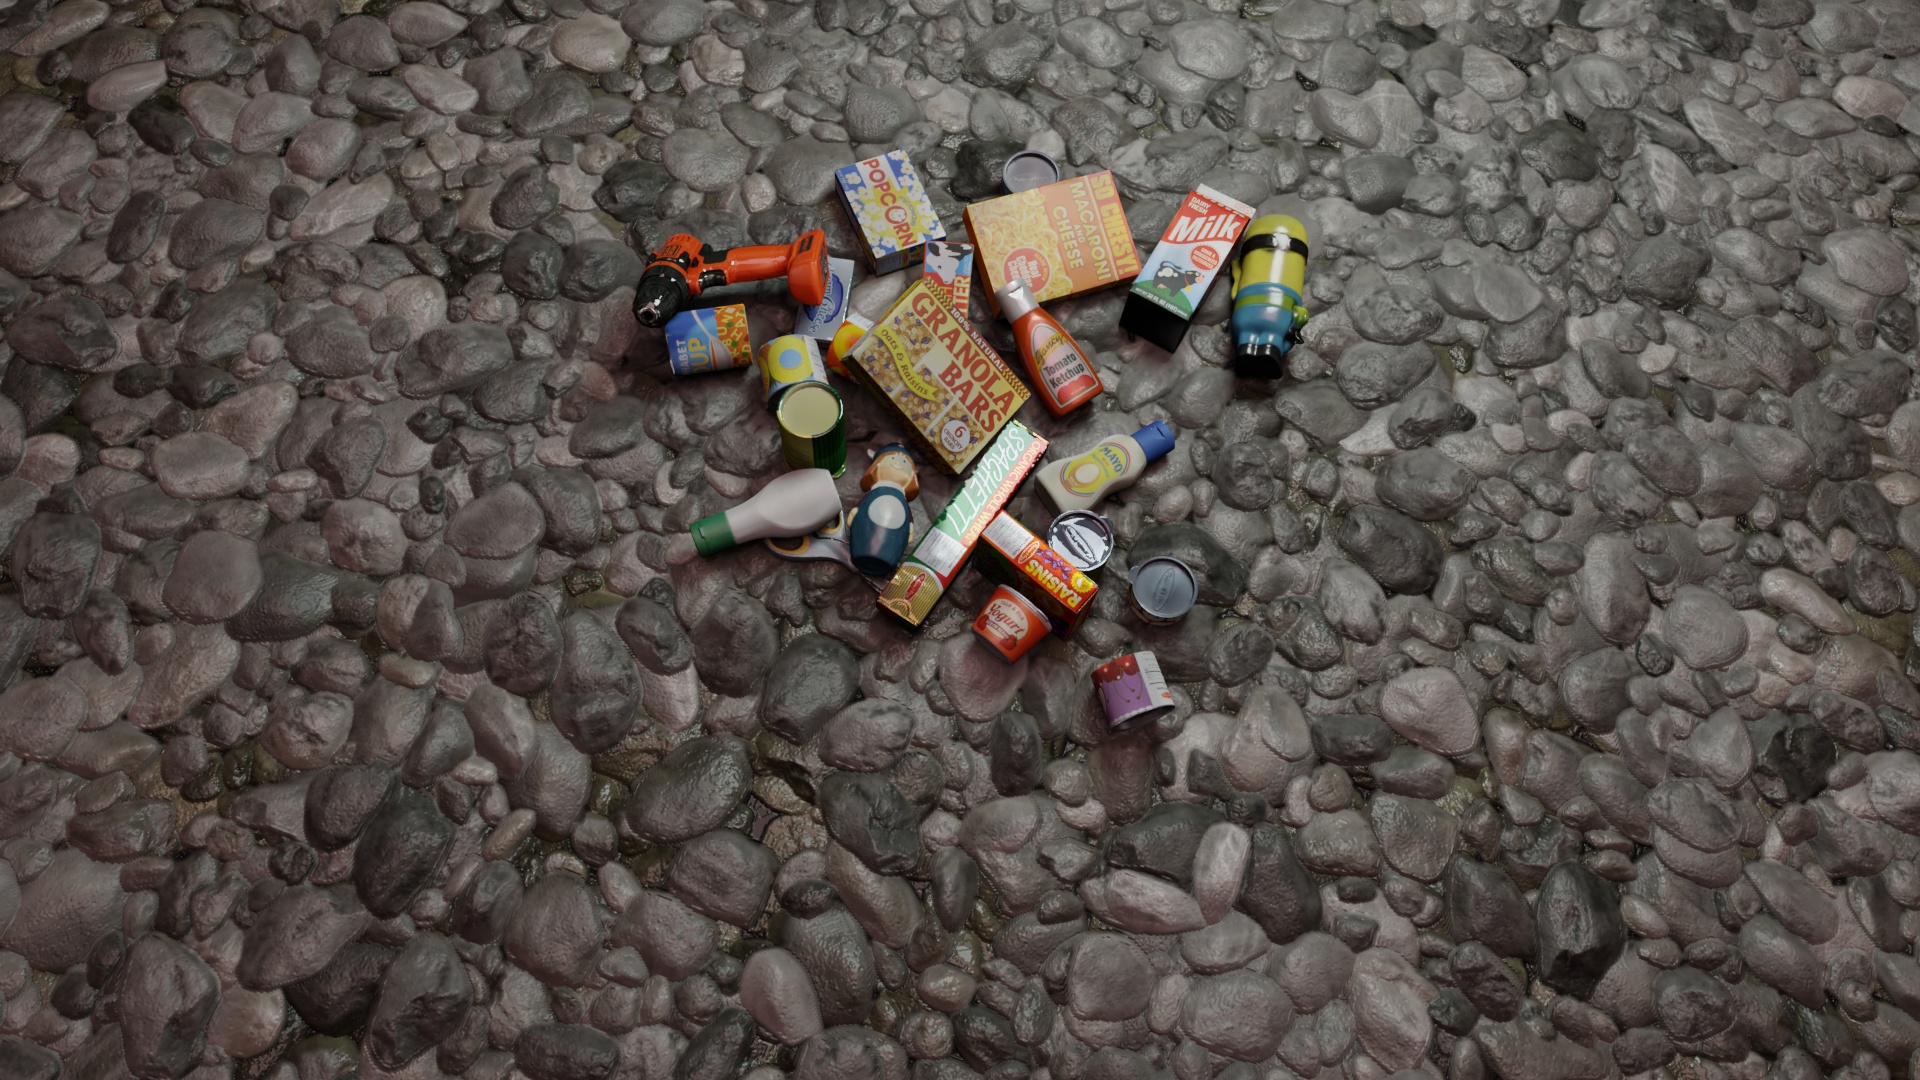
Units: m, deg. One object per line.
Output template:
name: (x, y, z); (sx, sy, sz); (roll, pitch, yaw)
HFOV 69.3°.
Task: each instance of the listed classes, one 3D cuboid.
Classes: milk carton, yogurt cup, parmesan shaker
milk carton: (0.252, -0.308, 1.516); (0.072, 0.073, 0.191); (29, 69, 7)
yogurt cup: (0.047, 0.084, 1.356); (0.072, 0.072, 0.054); (40, 80, 11)
parmesan shaker: (-0.146, -0.108, 1.398); (0.071, 0.102, 0.071); (1, 69, -3)

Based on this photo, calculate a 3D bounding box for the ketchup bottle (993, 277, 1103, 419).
ketchup bottle: (0.087, -0.204, 1.461); (0.065, 0.043, 0.149); (-31, 90, -10)

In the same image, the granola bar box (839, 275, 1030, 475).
granola bar box: (-0.024, -0.167, 1.422); (0.165, 0.039, 0.124); (48, 70, -18)

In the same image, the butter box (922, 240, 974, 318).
butter box: (-0.016, -0.269, 1.493); (0.053, 0.024, 0.103); (5, 89, -2)

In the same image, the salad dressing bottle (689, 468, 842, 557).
salad dressing bottle: (-0.193, -0.025, 1.379); (0.148, 0.044, 0.064); (-20, 73, -6)

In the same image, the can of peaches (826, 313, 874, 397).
can of peaches: (-0.101, -0.194, 1.455); (0.058, 0.071, 0.071); (29, 70, 7)

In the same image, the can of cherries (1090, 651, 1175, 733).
can of cherries: (0.163, 0.146, 1.337); (0.071, 0.071, 0.058); (-17, 71, -10)

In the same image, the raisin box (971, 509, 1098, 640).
raisin box: (0.072, 0.035, 1.364); (0.123, 0.085, 0.040); (40, 69, 12)

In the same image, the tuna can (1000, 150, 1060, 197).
tuna can: (0.079, -0.401, 1.564); (0.071, 0.032, 0.071); (1, 69, -3)

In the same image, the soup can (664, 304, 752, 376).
soup can: (-0.262, -0.207, 1.449); (0.084, 0.071, 0.071); (-9, 70, -7)

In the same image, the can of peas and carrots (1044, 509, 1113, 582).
can of peas and carrots: (0.118, 0.008, 1.392); (0.071, 0.058, 0.071); (1, 68, -4)

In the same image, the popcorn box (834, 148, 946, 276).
popcorn box: (-0.078, -0.364, 1.537); (0.085, 0.038, 0.127); (-20, 71, -12)

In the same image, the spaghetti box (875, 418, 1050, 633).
spaghetti box: (0.005, -0.018, 1.402); (0.050, 0.028, 0.251); (34, 67, 6)

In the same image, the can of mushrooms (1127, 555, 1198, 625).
can of mushrooms: (0.200, 0.050, 1.394); (0.071, 0.033, 0.071); (1, 69, -3)

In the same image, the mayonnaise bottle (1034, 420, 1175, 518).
mayonnaise bottle: (0.152, -0.076, 1.436); (0.148, 0.041, 0.065); (-30, 72, -13)

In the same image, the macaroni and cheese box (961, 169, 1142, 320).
macaroni and cheese box: (0.099, -0.323, 1.514); (0.167, 0.040, 0.123); (-17, 88, -10)

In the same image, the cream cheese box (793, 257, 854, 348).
cream cheese box: (-0.146, -0.257, 1.498); (0.053, 0.024, 0.104); (7, 68, -2)

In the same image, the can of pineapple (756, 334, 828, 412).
can of pineapple: (-0.176, -0.172, 1.441); (0.071, 0.070, 0.058); (-14, 70, -9)
